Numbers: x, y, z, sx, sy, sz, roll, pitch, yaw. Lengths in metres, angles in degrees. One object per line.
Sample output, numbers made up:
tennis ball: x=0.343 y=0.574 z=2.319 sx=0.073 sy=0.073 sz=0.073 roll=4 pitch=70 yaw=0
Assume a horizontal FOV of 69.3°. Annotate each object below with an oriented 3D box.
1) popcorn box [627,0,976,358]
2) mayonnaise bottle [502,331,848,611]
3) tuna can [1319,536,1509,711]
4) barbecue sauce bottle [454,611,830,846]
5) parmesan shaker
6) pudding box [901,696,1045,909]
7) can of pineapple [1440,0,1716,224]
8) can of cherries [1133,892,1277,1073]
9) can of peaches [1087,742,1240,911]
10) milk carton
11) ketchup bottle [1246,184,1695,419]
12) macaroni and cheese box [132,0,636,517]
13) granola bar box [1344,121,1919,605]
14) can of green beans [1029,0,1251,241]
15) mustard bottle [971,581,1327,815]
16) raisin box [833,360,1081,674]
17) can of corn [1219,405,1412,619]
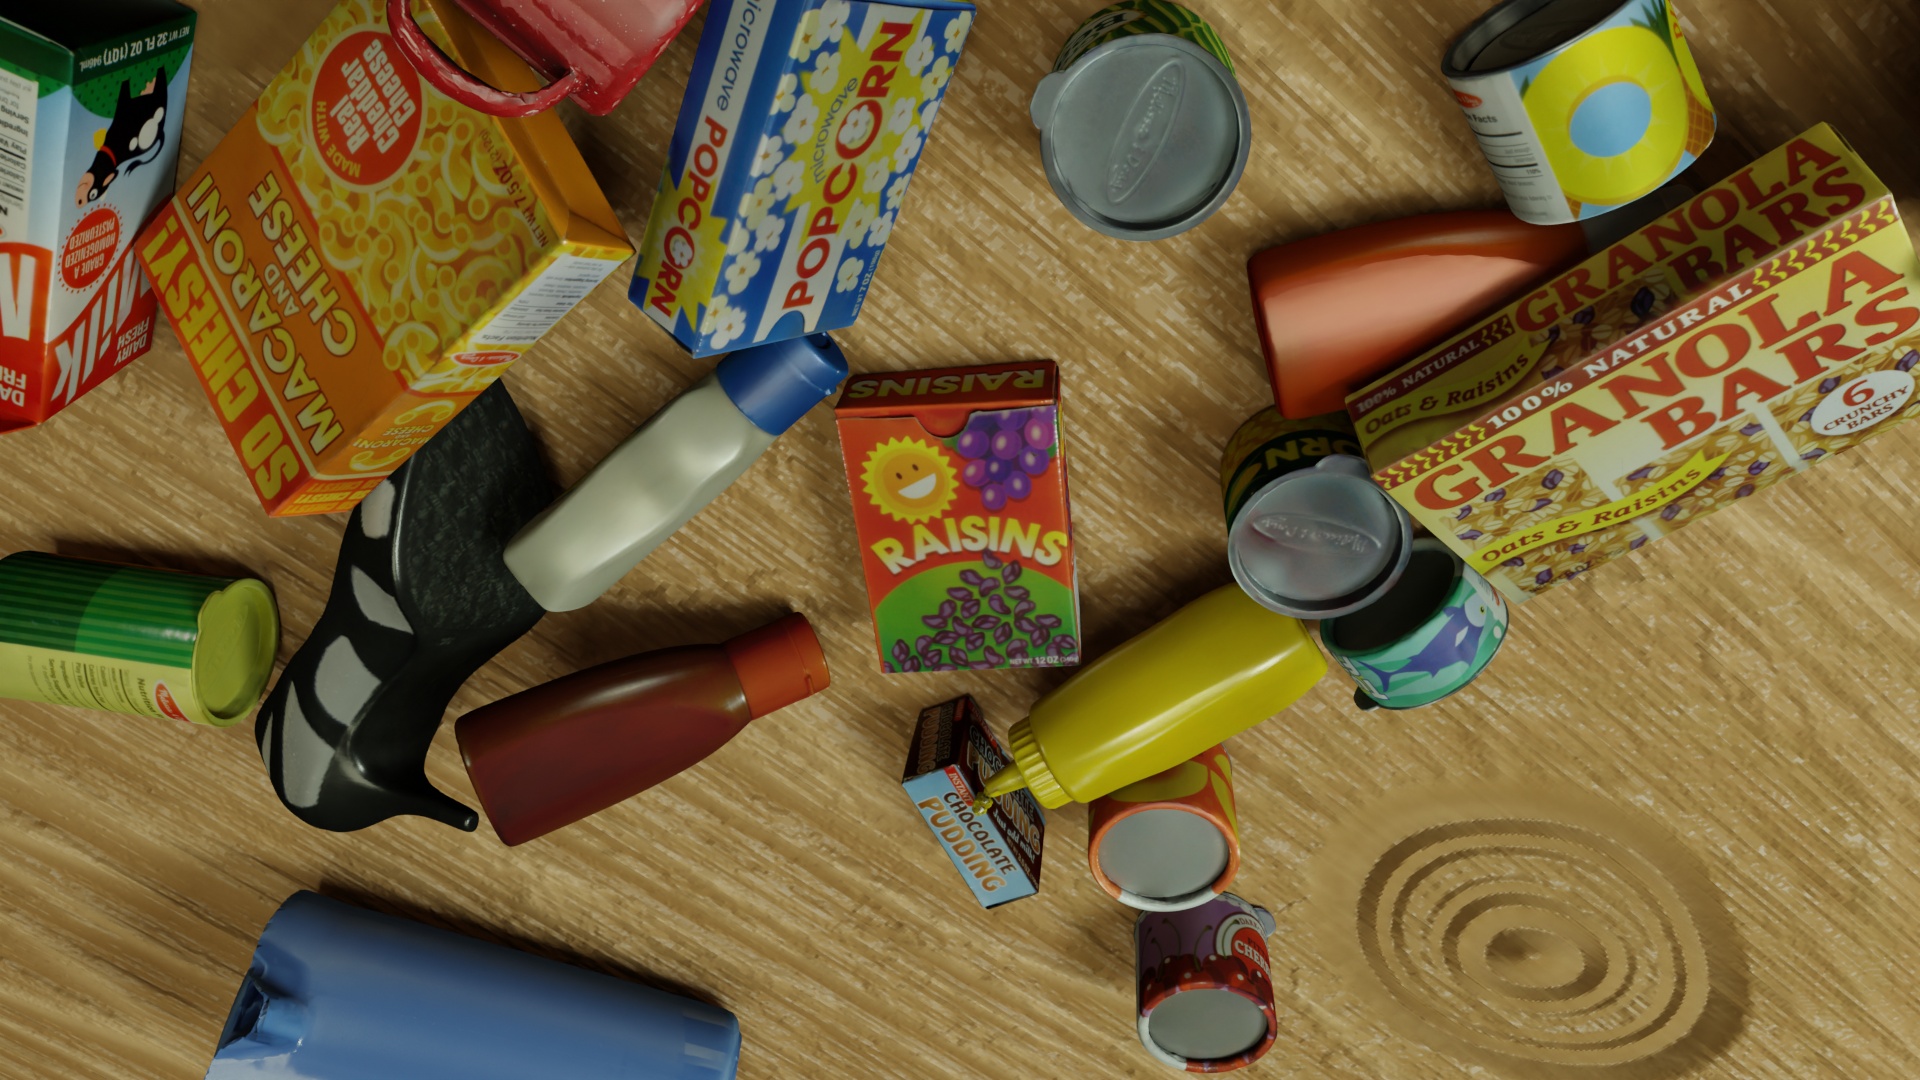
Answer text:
popcorn box: x=-0.053 y=-0.128 z=0.462 sx=0.038 sy=0.085 sz=0.126 roll=38 pitch=123 yaw=20
mayonnaise bottle: x=-0.109 y=-0.032 z=0.543 sx=0.148 sy=0.065 sz=0.041 roll=-39 pitch=95 yaw=14
tuna can: x=0.176 y=0.034 z=0.550 sx=0.071 sy=0.071 sz=0.033 roll=-35 pitch=111 yaw=24
barbecue sauce bottle: x=-0.129 y=0.074 z=0.583 sx=0.149 sy=0.044 sz=0.064 roll=-22 pitch=135 yaw=-16
parmesan shaker: x=-0.367 y=0.041 z=0.610 sx=0.103 sy=0.072 sz=0.071 roll=8 pitch=122 yaw=2
pudding box: x=0.007 y=0.119 z=0.630 sx=0.030 sy=0.050 sz=0.083 roll=-20 pitch=116 yaw=19
can of pineapple: x=0.198 y=-0.144 z=0.442 sx=0.071 sy=0.071 sz=0.057 roll=-28 pitch=115 yaw=21
can of cherries: x=0.119 y=0.212 z=0.670 sx=0.071 sy=0.059 sz=0.071 roll=3 pitch=122 yaw=5
can of peaches: x=0.089 y=0.120 z=0.617 sx=0.071 sy=0.058 sz=0.071 roll=3 pitch=122 yaw=4
milk carton: x=-0.347 y=-0.114 z=0.511 sx=0.073 sy=0.073 sz=0.189 roll=24 pitch=120 yaw=-8
ketchup bottle: x=0.180 y=-0.088 z=0.490 sx=0.149 sy=0.044 sz=0.064 roll=-12 pitch=125 yaw=13
macaroni and cheese box: x=-0.208 y=-0.103 z=0.491 sx=0.166 sy=0.040 sz=0.124 roll=-35 pitch=80 yaw=24
granola bar box: x=0.236 y=-0.050 z=0.476 sx=0.165 sy=0.039 sz=0.124 roll=-32 pitch=137 yaw=29
can of green beans: x=0.061 y=-0.141 z=0.462 sx=0.071 sy=0.058 sz=0.071 roll=3 pitch=122 yaw=4
mustard bottle: x=0.071 y=0.071 z=0.576 sx=0.160 sy=0.049 sz=0.065 roll=-30 pitch=149 yaw=10
raisin box: x=0.002 y=-0.007 z=0.560 sx=0.086 sy=0.040 sz=0.122 roll=-3 pitch=120 yaw=8
can of corn: x=0.134 y=-0.015 z=0.530 sx=0.071 sy=0.058 sz=0.070 roll=3 pitch=122 yaw=4
